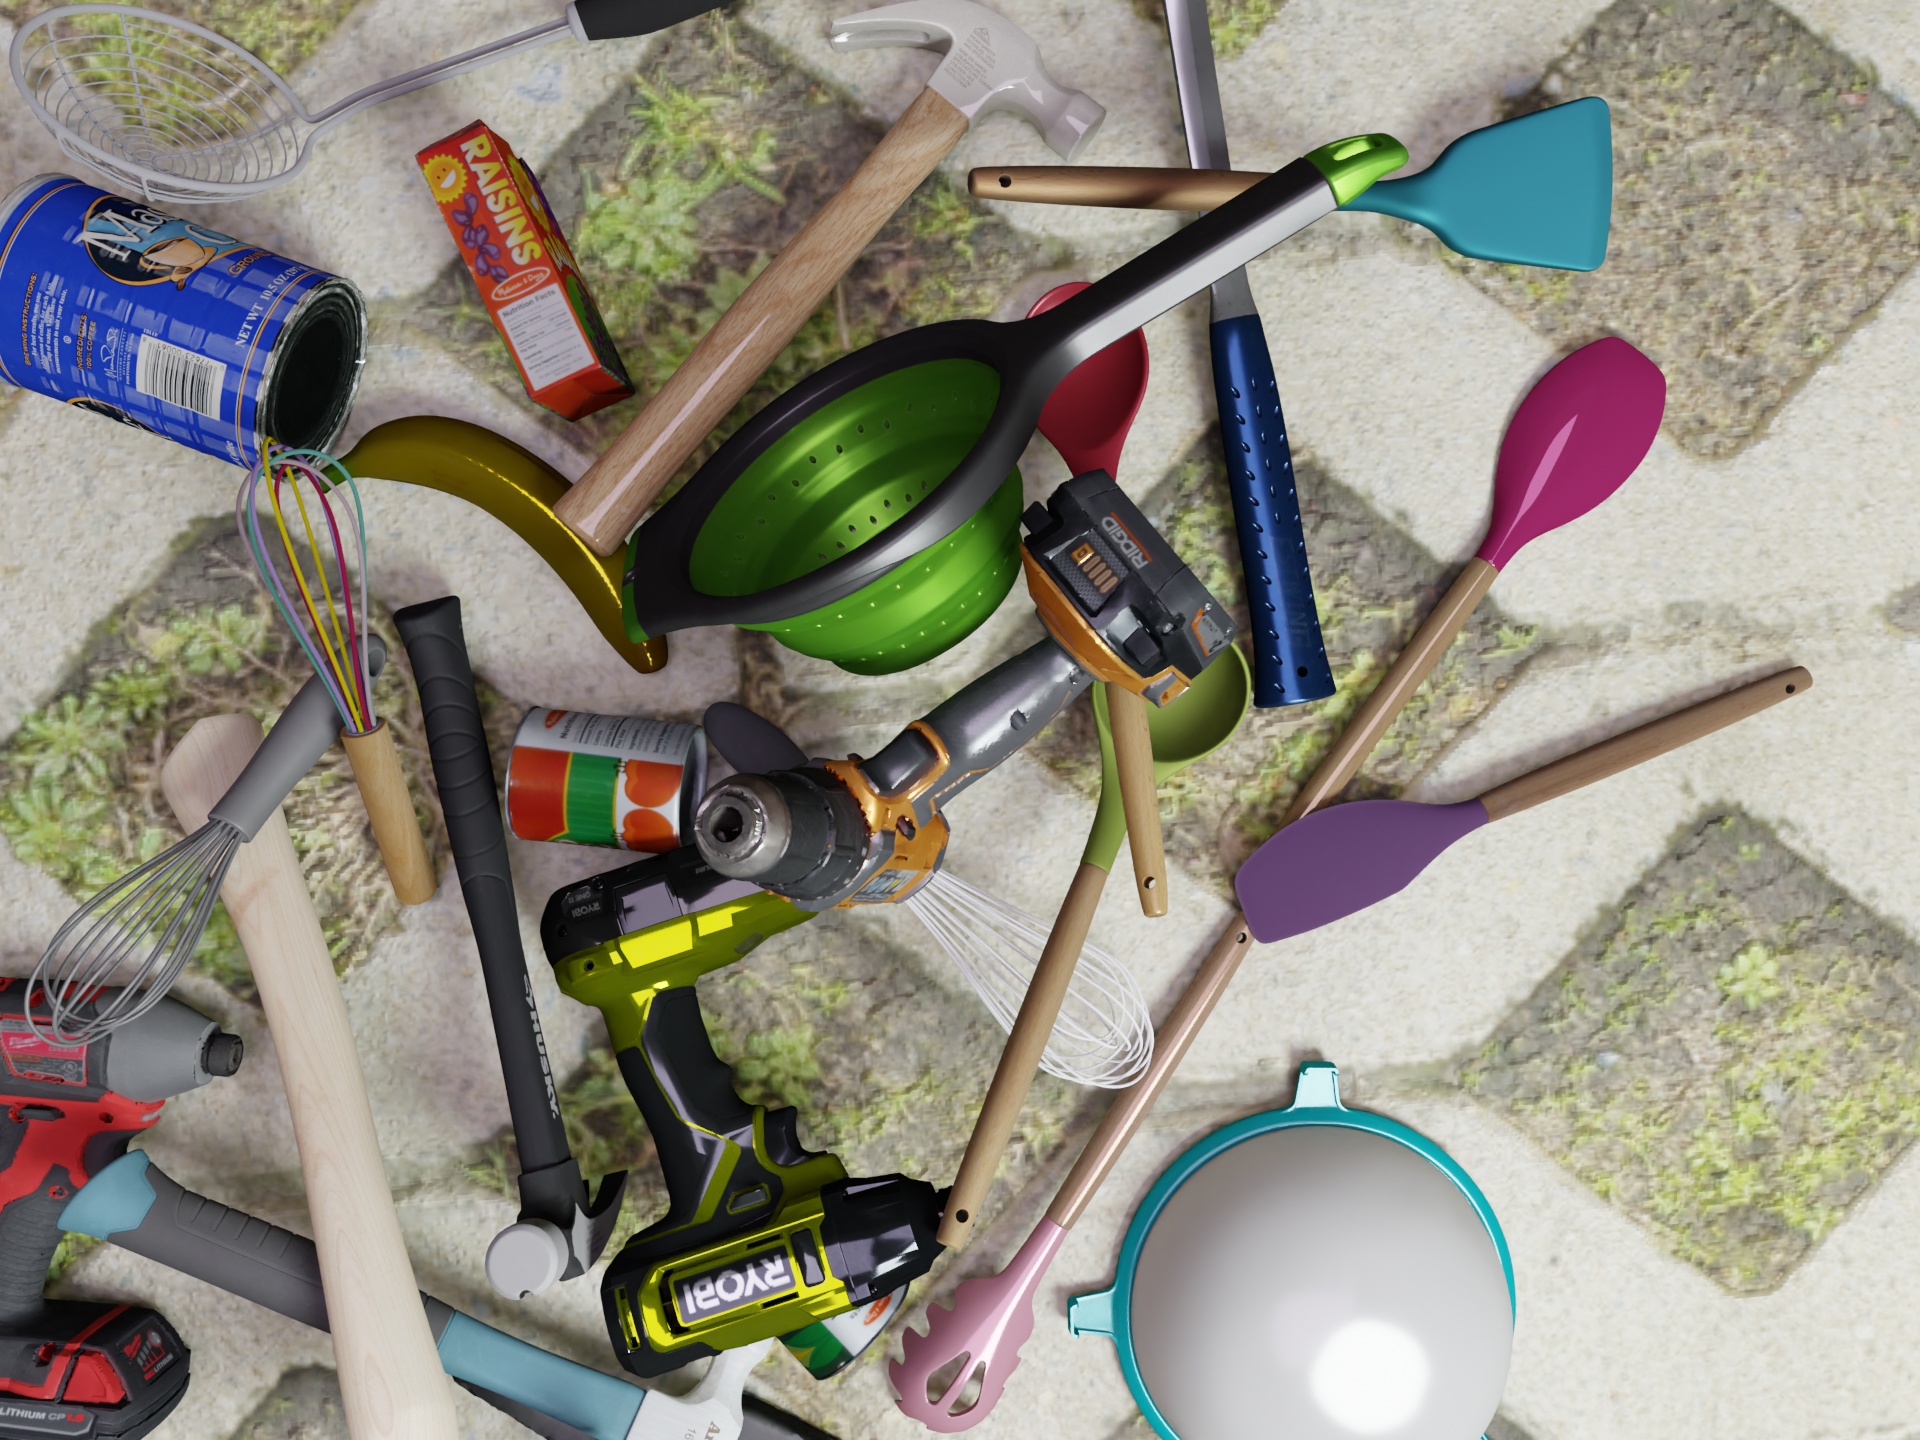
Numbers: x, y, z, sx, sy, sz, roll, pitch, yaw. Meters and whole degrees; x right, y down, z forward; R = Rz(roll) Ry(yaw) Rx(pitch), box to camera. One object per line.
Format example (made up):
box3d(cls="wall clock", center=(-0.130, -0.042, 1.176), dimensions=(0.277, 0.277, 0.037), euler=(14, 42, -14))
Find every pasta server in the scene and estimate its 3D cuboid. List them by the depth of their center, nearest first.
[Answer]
box3d(cls="pasta server", center=(0.064, 0.232, 0.818), dimensions=(0.060, 0.040, 0.316), euler=(33, 87, -2))

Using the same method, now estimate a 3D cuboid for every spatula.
box3d(cls="spatula", center=(0.158, -0.252, 0.747), dimensions=(0.317, 0.044, 0.082), euler=(-5, 99, -17))
box3d(cls="spatula", center=(0.288, 0.034, 0.810), dimensions=(0.316, 0.018, 0.059), euler=(-21, 104, -3))

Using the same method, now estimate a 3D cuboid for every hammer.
box3d(cls="hammer", center=(-0.288, 0.185, 0.752), dimensions=(0.146, 0.038, 0.411), euler=(-14, 75, -26))
box3d(cls="hammer", center=(-0.261, 0.288, 0.760), dimensions=(0.331, 0.033, 0.128), euler=(27, 64, -9))
box3d(cls="hammer", center=(-0.224, 0.098, 0.772), dimensions=(0.035, 0.146, 0.335), euler=(-15, 81, -1))
box3d(cls="hammer", center=(-0.080, -0.217, 0.775), dimensions=(0.130, 0.031, 0.331), euler=(40, 84, 0))
box3d(cls="hammer", center=(0.139, -0.210, 0.784), dimensions=(0.144, 0.035, 0.405), euler=(-12, 96, -17))

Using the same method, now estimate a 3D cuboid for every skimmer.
box3d(cls="skimmer", center=(-0.249, -0.335, 0.754), dimensions=(0.363, 0.090, 0.127), euler=(-20, 61, -2))

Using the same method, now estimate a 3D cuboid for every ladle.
box3d(cls="ladle", center=(0.056, 0.091, 0.748), dimensions=(0.078, 0.062, 0.320), euler=(24, 71, -2))
box3d(cls="ladle", center=(0.073, -0.063, 0.761), dimensions=(0.069, 0.031, 0.316), euler=(-12, 74, 19))

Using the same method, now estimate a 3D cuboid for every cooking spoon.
box3d(cls="cooking spoon", center=(0.253, -0.058, 0.811), dimensions=(0.068, 0.017, 0.319), euler=(36, 91, -5))

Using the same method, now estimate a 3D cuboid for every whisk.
box3d(cls="whisk", center=(-0.343, 0.047, 0.742), dimensions=(0.055, 0.055, 0.239), euler=(29, 58, -2))
box3d(cls="whisk", center=(-0.287, -0.018, 0.752), dimensions=(0.051, 0.047, 0.244), euler=(-29, 126, -34))
box3d(cls="whisk", center=(-0.018, 0.084, 0.795), dimensions=(0.284, 0.070, 0.070), euler=(39, 91, 2))

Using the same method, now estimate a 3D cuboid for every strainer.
box3d(cls="strainer", center=(0.230, 0.351, 0.789), dimensions=(0.340, 0.095, 0.211), euler=(45, 91, -1))

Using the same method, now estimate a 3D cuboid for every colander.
box3d(cls="colander", center=(0.033, -0.128, 0.731), dimensions=(0.397, 0.205, 0.094), euler=(-29, 124, 10))

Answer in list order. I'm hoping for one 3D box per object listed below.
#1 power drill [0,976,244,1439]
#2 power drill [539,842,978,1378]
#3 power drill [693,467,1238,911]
box3d(cls="power drill", center=(-0.435, 0.239, 0.785), dimensions=(0.143, 0.078, 0.220), euler=(5, 89, -2))
box3d(cls="power drill", center=(-0.101, 0.173, 0.754), dimensions=(0.171, 0.080, 0.223), euler=(-18, 76, -1))
box3d(cls="power drill", center=(-0.001, -0.002, 0.670), dimensions=(0.226, 0.185, 0.084), euler=(-40, 74, 10))
